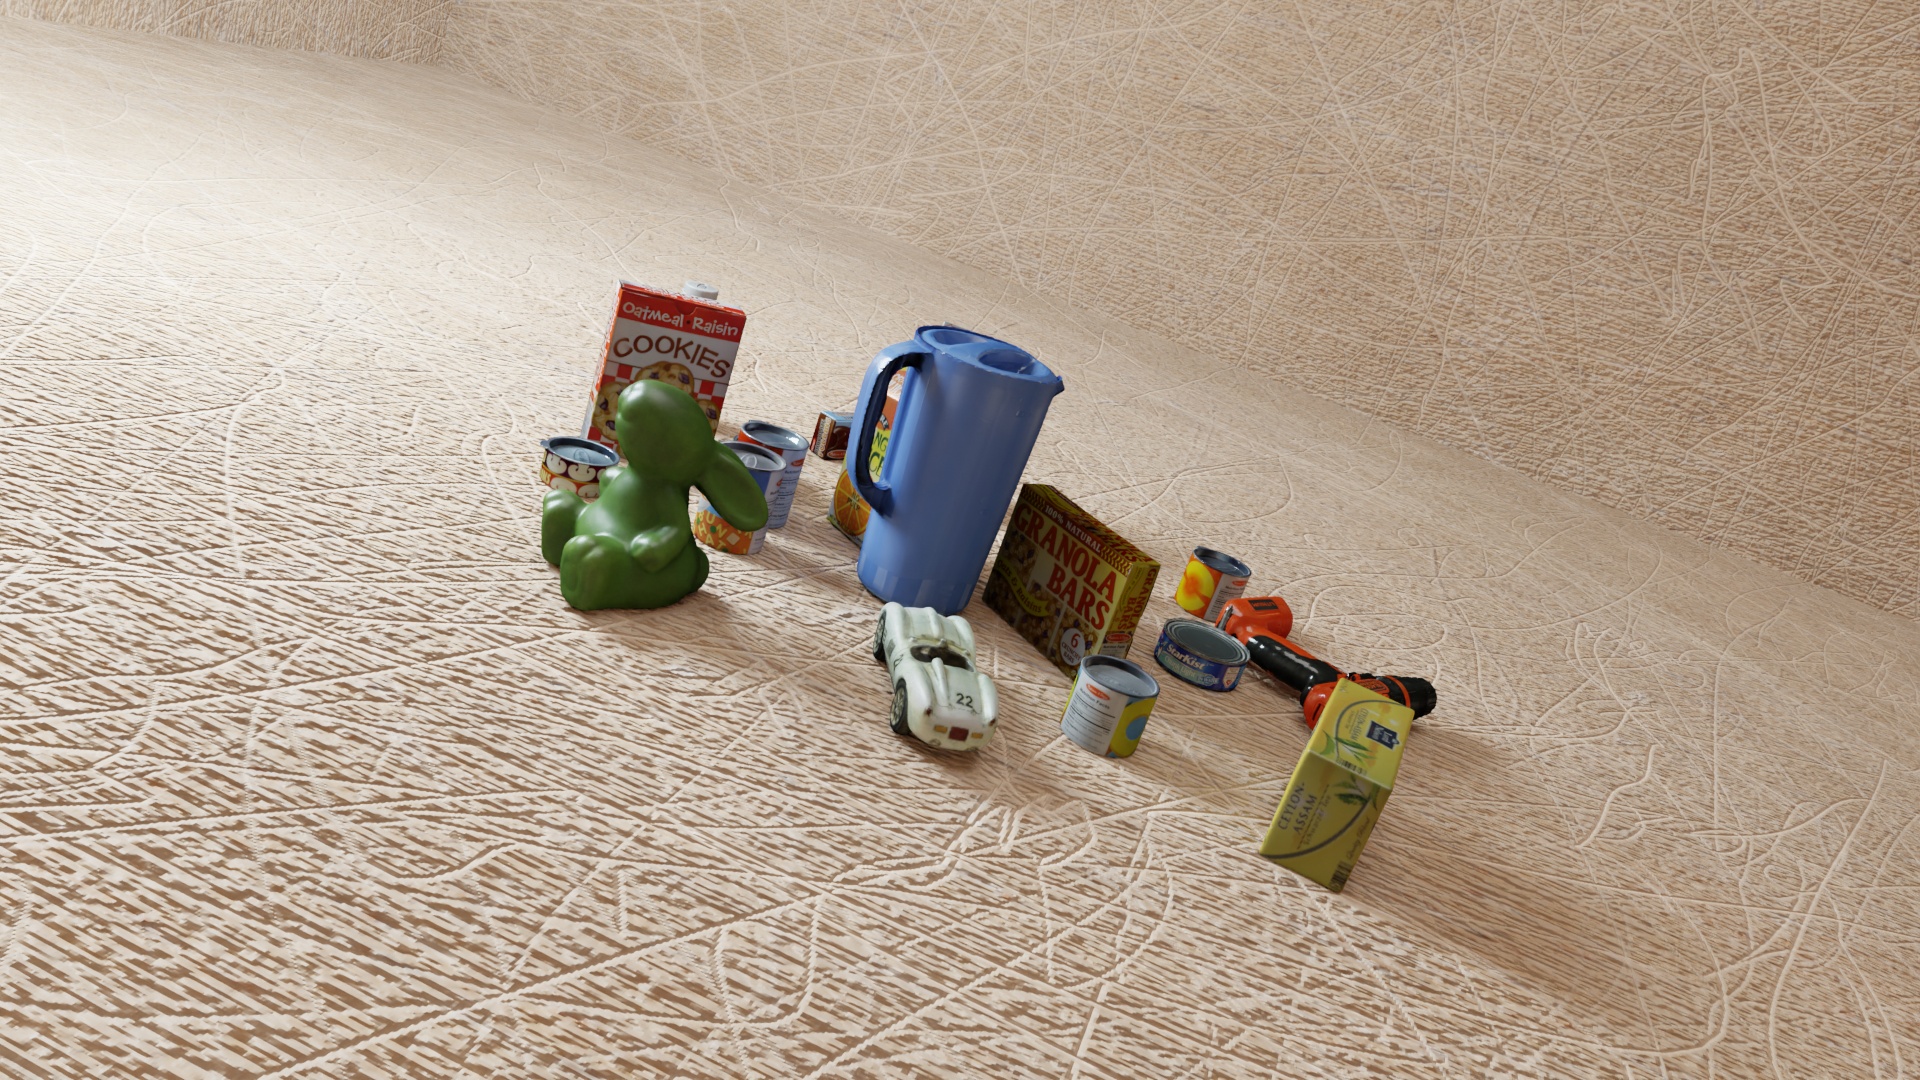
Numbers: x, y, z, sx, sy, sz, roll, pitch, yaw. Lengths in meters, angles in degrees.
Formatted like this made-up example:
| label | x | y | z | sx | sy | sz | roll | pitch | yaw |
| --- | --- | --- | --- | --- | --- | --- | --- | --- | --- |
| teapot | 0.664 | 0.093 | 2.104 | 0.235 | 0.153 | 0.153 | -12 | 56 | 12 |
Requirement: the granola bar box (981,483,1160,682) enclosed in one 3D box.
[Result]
| label | x | y | z | sx | sy | sz | roll | pitch | yaw |
| --- | --- | --- | --- | --- | --- | --- | --- | --- | --- |
| granola bar box | 0.096 | 0.038 | 1.240 | 0.039 | 0.123 | 0.166 | 4 | 24 | -37 |

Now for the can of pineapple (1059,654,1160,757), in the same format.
| label | x | y | z | sx | sy | sz | roll | pitch | yaw |
| --- | --- | --- | --- | --- | --- | --- | --- | --- | --- |
| can of pineapple | 0.120 | 0.132 | 1.109 | 0.071 | 0.057 | 0.071 | 17 | 19 | -6 |

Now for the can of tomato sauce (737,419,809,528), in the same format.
| label | x | y | z | sx | sy | sz | roll | pitch | yaw |
| --- | --- | --- | --- | --- | --- | --- | --- | --- | --- |
| can of tomato sauce | -0.187 | -0.063 | 1.313 | 0.071 | 0.082 | 0.071 | 17 | 19 | -6 |

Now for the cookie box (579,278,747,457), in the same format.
| label | x | y | z | sx | sy | sz | roll | pitch | yaw |
| --- | --- | --- | --- | --- | --- | --- | --- | --- | --- |
| cookie box | -0.289 | -0.159 | 1.351 | 0.123 | 0.166 | 0.040 | 9 | 21 | -26 |

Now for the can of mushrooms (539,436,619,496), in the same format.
| label | x | y | z | sx | sy | sz | roll | pitch | yaw |
| --- | --- | --- | --- | --- | --- | --- | --- | --- | --- |
| can of mushrooms | -0.346 | -0.067 | 1.253 | 0.071 | 0.033 | 0.071 | 17 | 19 | -6 |

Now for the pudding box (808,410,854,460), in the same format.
| label | x | y | z | sx | sy | sz | roll | pitch | yaw |
| --- | --- | --- | --- | --- | --- | --- | --- | --- | --- |
| pudding box | -0.127 | -0.119 | 1.573 | 0.030 | 0.049 | 0.084 | 33 | 23 | 35 |

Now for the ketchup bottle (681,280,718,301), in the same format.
| label | x | y | z | sx | sy | sz | roll | pitch | yaw |
| --- | --- | --- | --- | --- | --- | --- | --- | --- | --- |
| ketchup bottle | -0.297 | -0.204 | 1.495 | 0.043 | 0.148 | 0.065 | 18 | 19 | -4 |

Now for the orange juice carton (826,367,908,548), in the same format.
| label | x | y | z | sx | sy | sz | roll | pitch | yaw |
| --- | --- | --- | --- | --- | --- | --- | --- | --- | --- |
| orange juice carton | -0.057 | -0.089 | 1.340 | 0.073 | 0.192 | 0.072 | 1 | 26 | -42 |

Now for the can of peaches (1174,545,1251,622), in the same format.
| label | x | y | z | sx | sy | sz | roll | pitch | yaw |
| --- | --- | --- | --- | --- | --- | --- | --- | --- | --- |
| can of peaches | 0.266 | 0.047 | 1.475 | 0.071 | 0.058 | 0.071 | 17 | 19 | -6 |

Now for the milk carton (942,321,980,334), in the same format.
| label | x | y | z | sx | sy | sz | roll | pitch | yaw |
| --- | --- | --- | --- | --- | --- | --- | --- | --- | --- |
| milk carton | -0.014 | -0.139 | 1.519 | 0.072 | 0.189 | 0.074 | 20 | 19 | 2 |

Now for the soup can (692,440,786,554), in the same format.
| label | x | y | z | sx | sy | sz | roll | pitch | yaw |
| --- | --- | --- | --- | --- | --- | --- | --- | --- | --- |
| soup can | -0.200 | -0.039 | 1.237 | 0.071 | 0.083 | 0.071 | 17 | 19 | -6 |

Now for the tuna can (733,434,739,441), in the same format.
| label | x | y | z | sx | sy | sz | roll | pitch | yaw |
| --- | --- | --- | --- | --- | --- | --- | --- | --- | --- |
| tuna can | -0.206 | -0.081 | 1.422 | 0.071 | 0.032 | 0.071 | 17 | 19 | -6 |
